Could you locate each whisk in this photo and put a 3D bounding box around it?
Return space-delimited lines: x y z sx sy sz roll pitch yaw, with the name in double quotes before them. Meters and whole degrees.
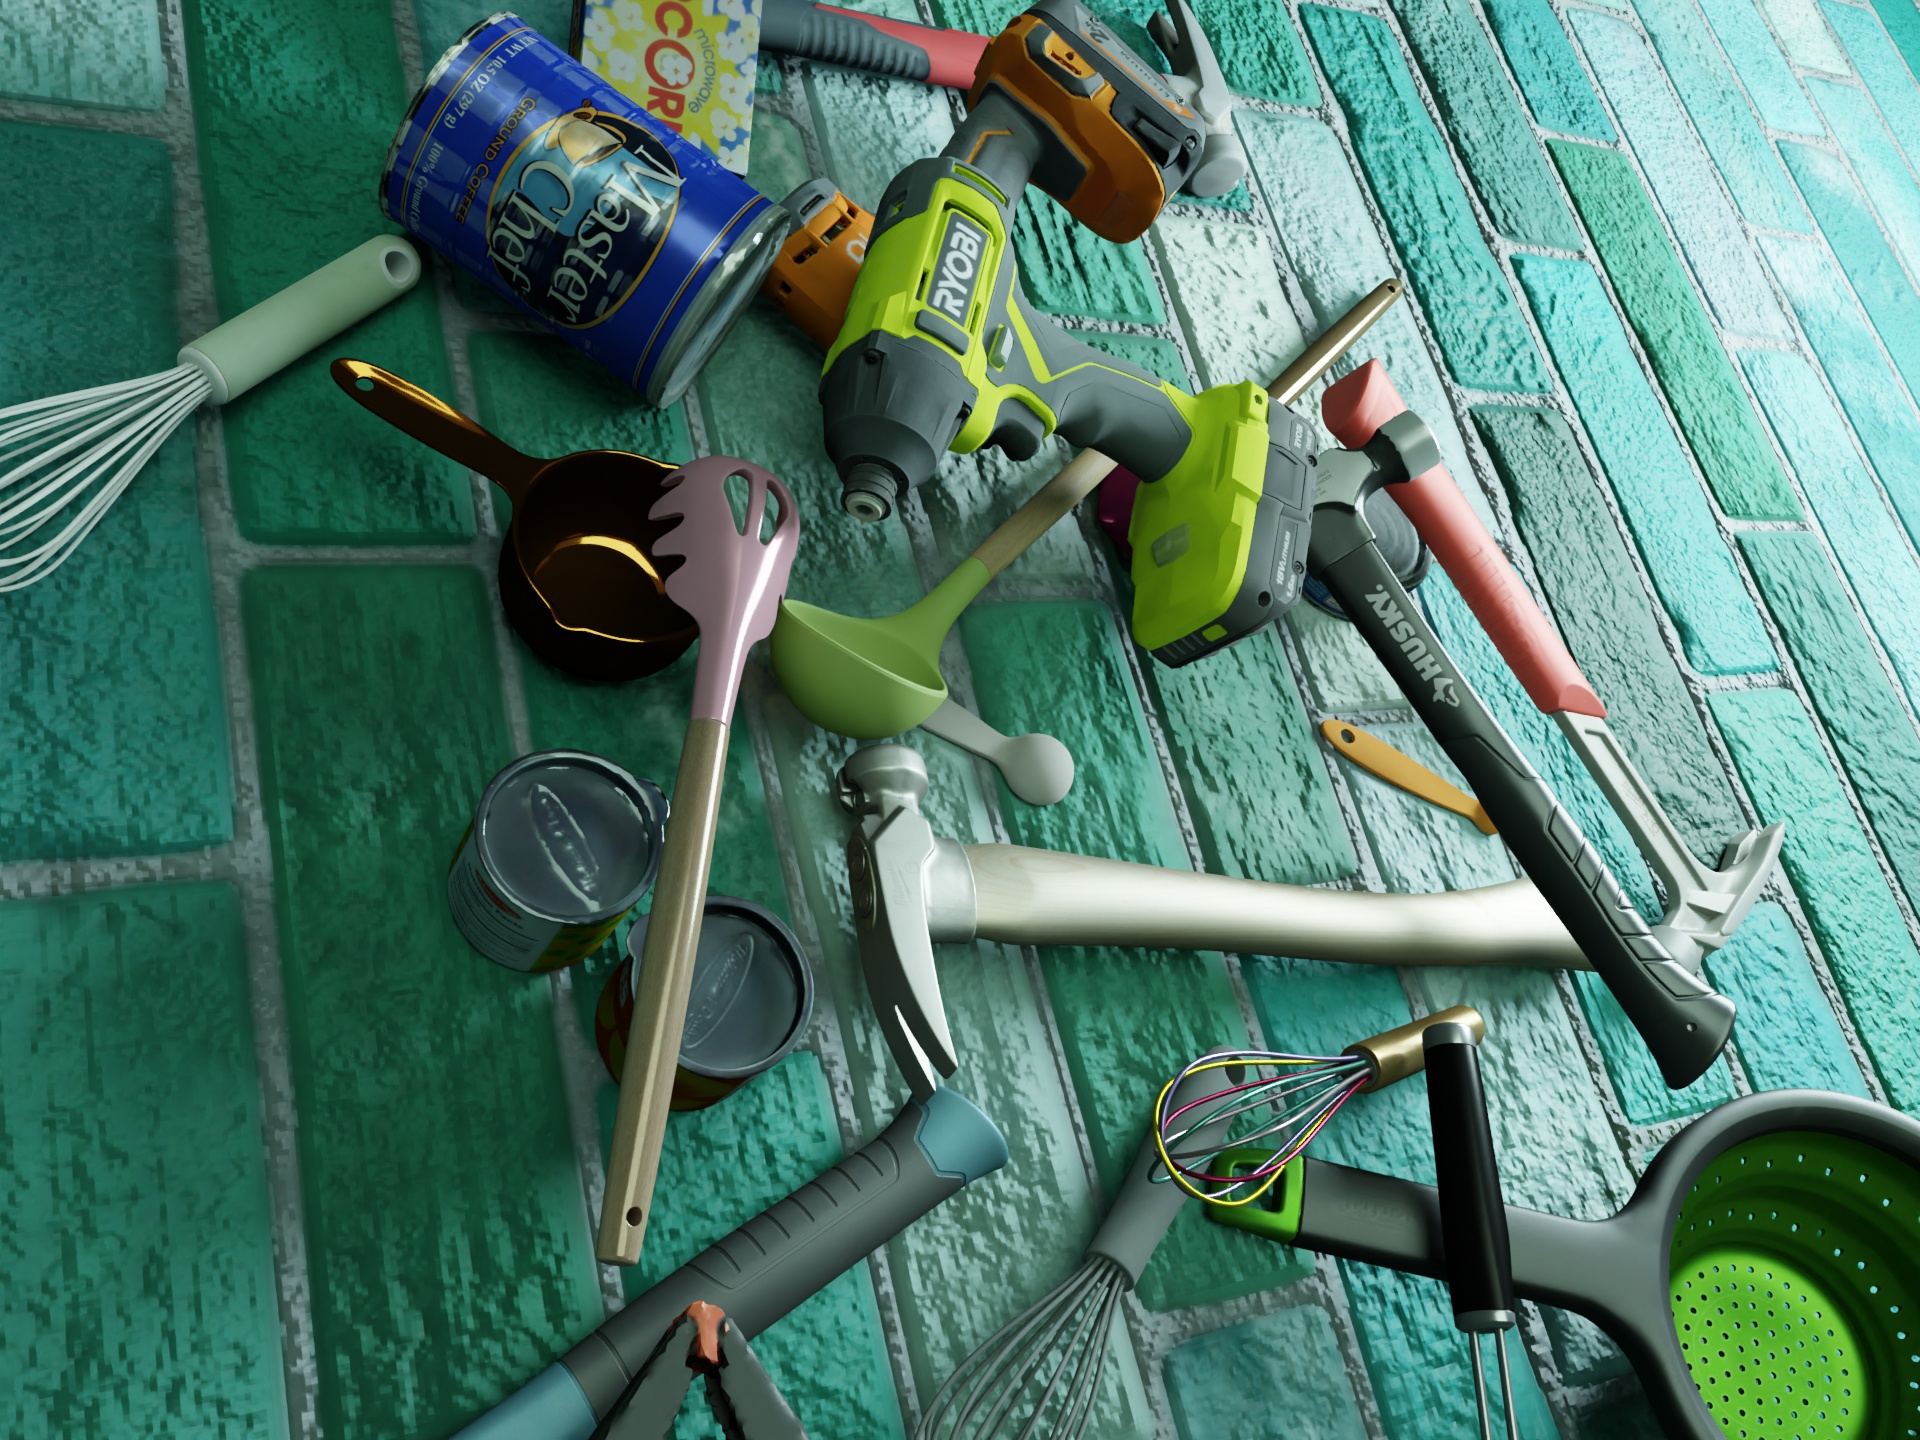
"whisk" -0.295 -0.127 0.606 0.246 0.059 0.057 -52 131 -40
"whisk" 0.157 0.155 0.668 0.245 0.051 0.047 -5 33 -46
"whisk" 0.055 0.209 0.612 0.055 0.055 0.239 44 49 -1

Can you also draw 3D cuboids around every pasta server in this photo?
"pasta server" -0.096 0.029 0.564 0.060 0.040 0.316 20 58 -26

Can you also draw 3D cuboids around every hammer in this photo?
"hammer" 0.145 0.097 0.708 0.410 0.038 0.146 7 50 -26
"hammer" -0.115 0.214 0.525 0.331 0.033 0.128 -26 78 -35
"hammer" 0.244 0.021 0.751 0.146 0.035 0.335 -32 76 1
"hammer" -0.017 -0.382 0.886 0.386 0.038 0.143 -1 64 -28
"hammer" 0.311 -0.038 0.846 0.149 0.036 0.359 -38 95 -36

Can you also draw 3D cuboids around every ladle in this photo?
"ladle" 0.024 -0.091 0.737 0.078 0.062 0.320 32 48 15

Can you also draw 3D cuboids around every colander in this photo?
"colander" 0.293 0.255 0.695 0.397 0.094 0.205 13 58 0

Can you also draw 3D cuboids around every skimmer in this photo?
"skimmer" 0.188 0.269 0.562 0.090 0.127 0.364 47 37 -46

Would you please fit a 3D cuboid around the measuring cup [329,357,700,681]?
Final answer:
"measuring cup" -0.177 -0.081 0.637 0.173 0.052 0.095 32 54 -7

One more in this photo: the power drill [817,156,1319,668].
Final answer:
"power drill" 0.046 -0.120 0.694 0.223 0.080 0.171 27 59 -25

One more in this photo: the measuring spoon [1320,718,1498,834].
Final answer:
"measuring spoon" 0.235 0.027 0.818 0.117 0.011 0.021 27 55 -12

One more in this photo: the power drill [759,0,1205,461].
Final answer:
"power drill" 0.023 -0.240 0.792 0.164 0.084 0.226 42 66 -3

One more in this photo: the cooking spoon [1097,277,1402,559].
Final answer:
"cooking spoon" 0.174 -0.178 0.889 0.069 0.017 0.319 46 54 0

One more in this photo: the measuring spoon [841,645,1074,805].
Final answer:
"measuring spoon" -0.001 -0.002 0.706 0.124 0.018 0.034 30 55 -10
